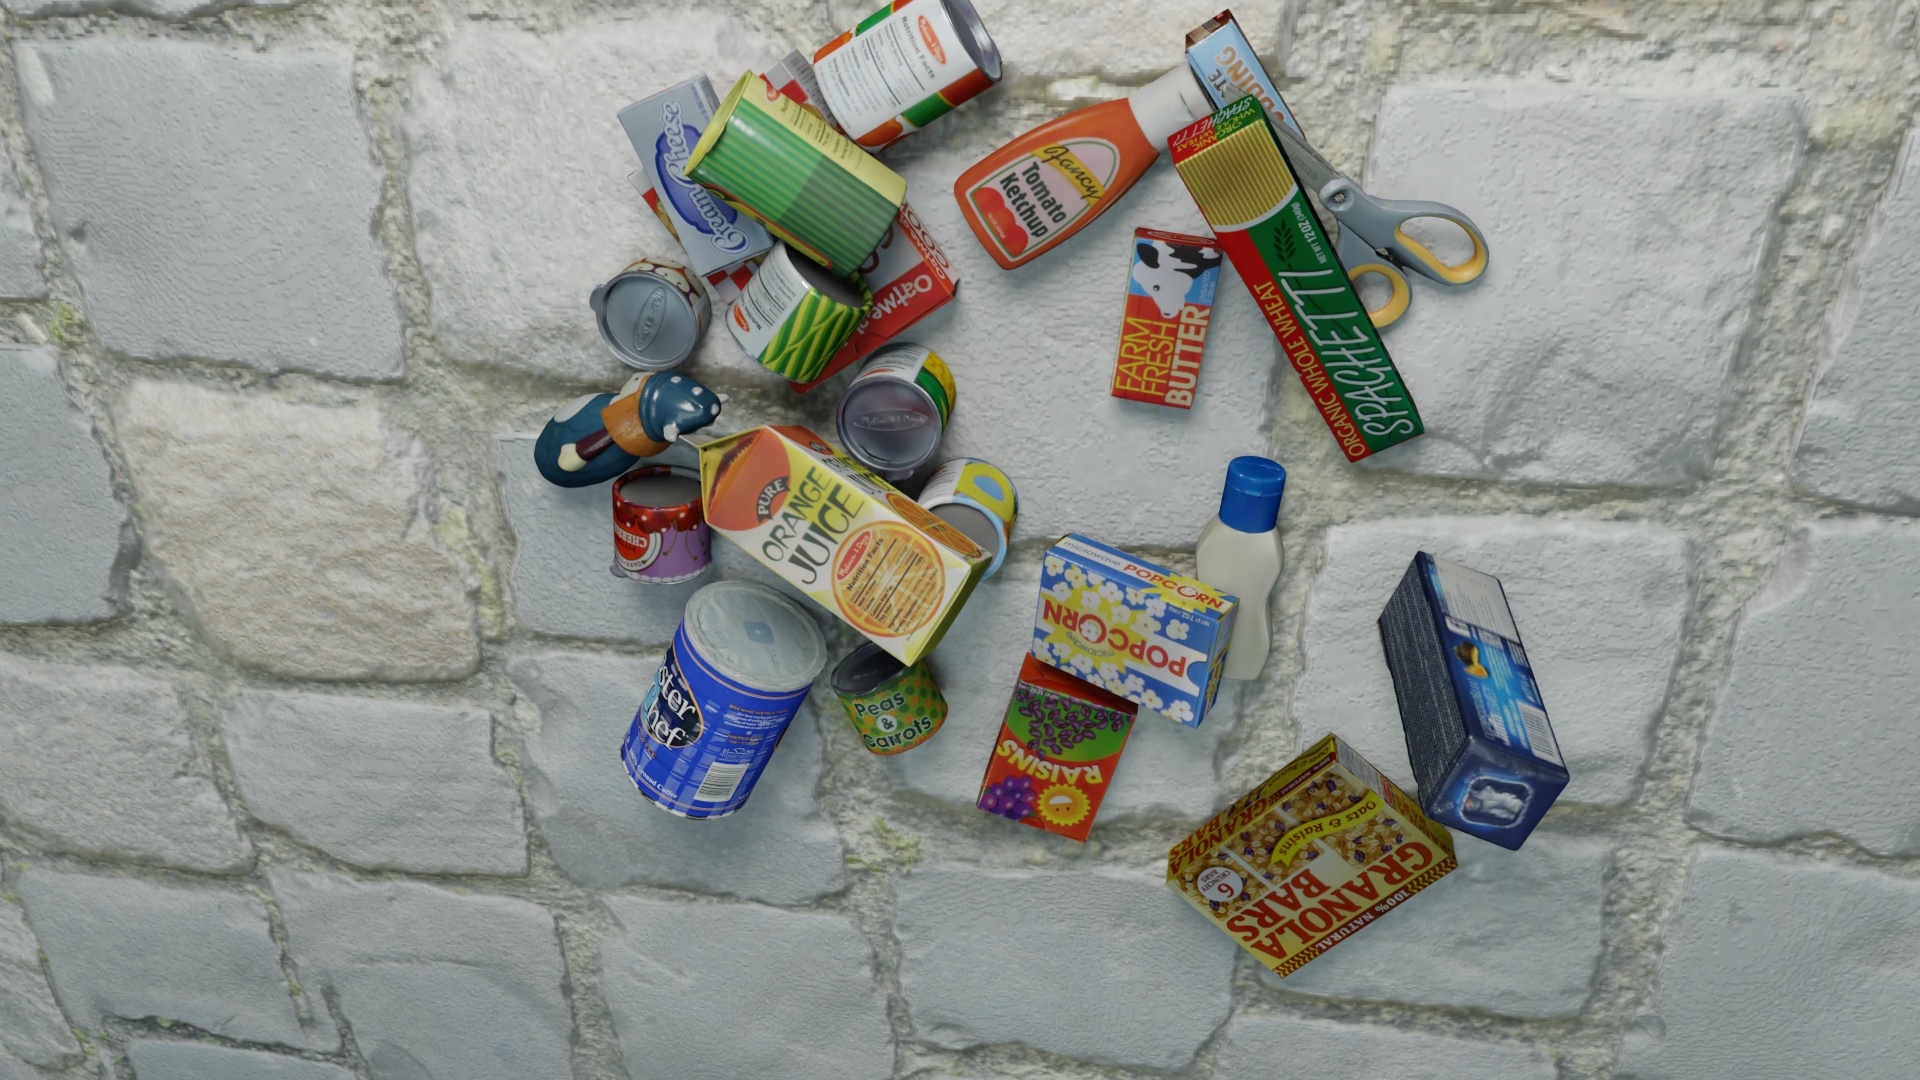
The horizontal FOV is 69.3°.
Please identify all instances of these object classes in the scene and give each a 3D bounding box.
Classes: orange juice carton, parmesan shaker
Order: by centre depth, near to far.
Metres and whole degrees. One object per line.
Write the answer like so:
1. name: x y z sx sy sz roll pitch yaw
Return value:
1. parmesan shaker: -0.089 -0.196 0.754 0.103 0.072 0.071 31 121 -22
2. orange juice carton: -0.082 -0.011 0.844 0.193 0.072 0.073 34 100 7

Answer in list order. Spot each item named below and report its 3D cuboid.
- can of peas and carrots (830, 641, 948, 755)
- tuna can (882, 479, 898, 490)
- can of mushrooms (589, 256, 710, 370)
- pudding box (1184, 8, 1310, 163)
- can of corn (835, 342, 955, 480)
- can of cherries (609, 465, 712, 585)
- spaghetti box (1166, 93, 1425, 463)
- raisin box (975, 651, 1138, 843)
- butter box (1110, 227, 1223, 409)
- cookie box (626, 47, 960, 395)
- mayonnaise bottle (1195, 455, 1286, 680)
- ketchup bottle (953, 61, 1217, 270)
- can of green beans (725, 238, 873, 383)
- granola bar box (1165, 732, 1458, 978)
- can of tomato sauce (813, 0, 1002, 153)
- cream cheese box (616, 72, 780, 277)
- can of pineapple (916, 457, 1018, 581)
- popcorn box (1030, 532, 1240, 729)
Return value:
1. can of peas and carrots: -0.049 0.109 0.972 0.071 0.071 0.058 -17 115 19
2. tuna can: -0.060 -0.009 0.910 0.033 0.071 0.070 -3 118 11
3. can of mushrooms: -0.196 -0.145 0.882 0.071 0.034 0.070 5 120 8
4. pudding box: 0.155 -0.242 0.752 0.030 0.050 0.083 -30 109 23
5. can of corn: -0.039 -0.082 0.872 0.071 0.058 0.070 5 119 8
6. can of cherries: -0.202 -0.010 0.935 0.071 0.072 0.058 10 120 6
7. spaghetti box: 0.192 -0.135 0.770 0.050 0.029 0.249 -24 131 22
8. raisin box: 0.069 0.149 0.990 0.086 0.040 0.122 17 121 0
9. butter box: 0.123 -0.132 0.833 0.053 0.024 0.103 10 119 6
10. cookie box: -0.098 -0.187 0.836 0.122 0.040 0.167 -29 109 23
11. mayonnaise bottle: 0.178 0.019 0.896 0.065 0.041 0.147 12 119 11
12. ketchup bottle: 0.072 -0.215 0.786 0.148 0.044 0.064 -27 111 22
13. can of green beans: -0.092 -0.134 0.801 0.071 0.071 0.057 37 118 -10
14. granola bar box: 0.249 0.229 0.999 0.124 0.039 0.165 40 118 -11
15. can of tomato sauce: -0.028 -0.263 0.768 0.083 0.071 0.071 -25 111 23
16. cream cheese box: -0.148 -0.208 0.796 0.053 0.024 0.103 -17 113 20
17. can of pineapple: 0.003 -0.011 0.903 0.071 0.058 0.070 4 119 8
18. popcorn box: 0.111 0.057 0.906 0.127 0.038 0.084 22 123 26
